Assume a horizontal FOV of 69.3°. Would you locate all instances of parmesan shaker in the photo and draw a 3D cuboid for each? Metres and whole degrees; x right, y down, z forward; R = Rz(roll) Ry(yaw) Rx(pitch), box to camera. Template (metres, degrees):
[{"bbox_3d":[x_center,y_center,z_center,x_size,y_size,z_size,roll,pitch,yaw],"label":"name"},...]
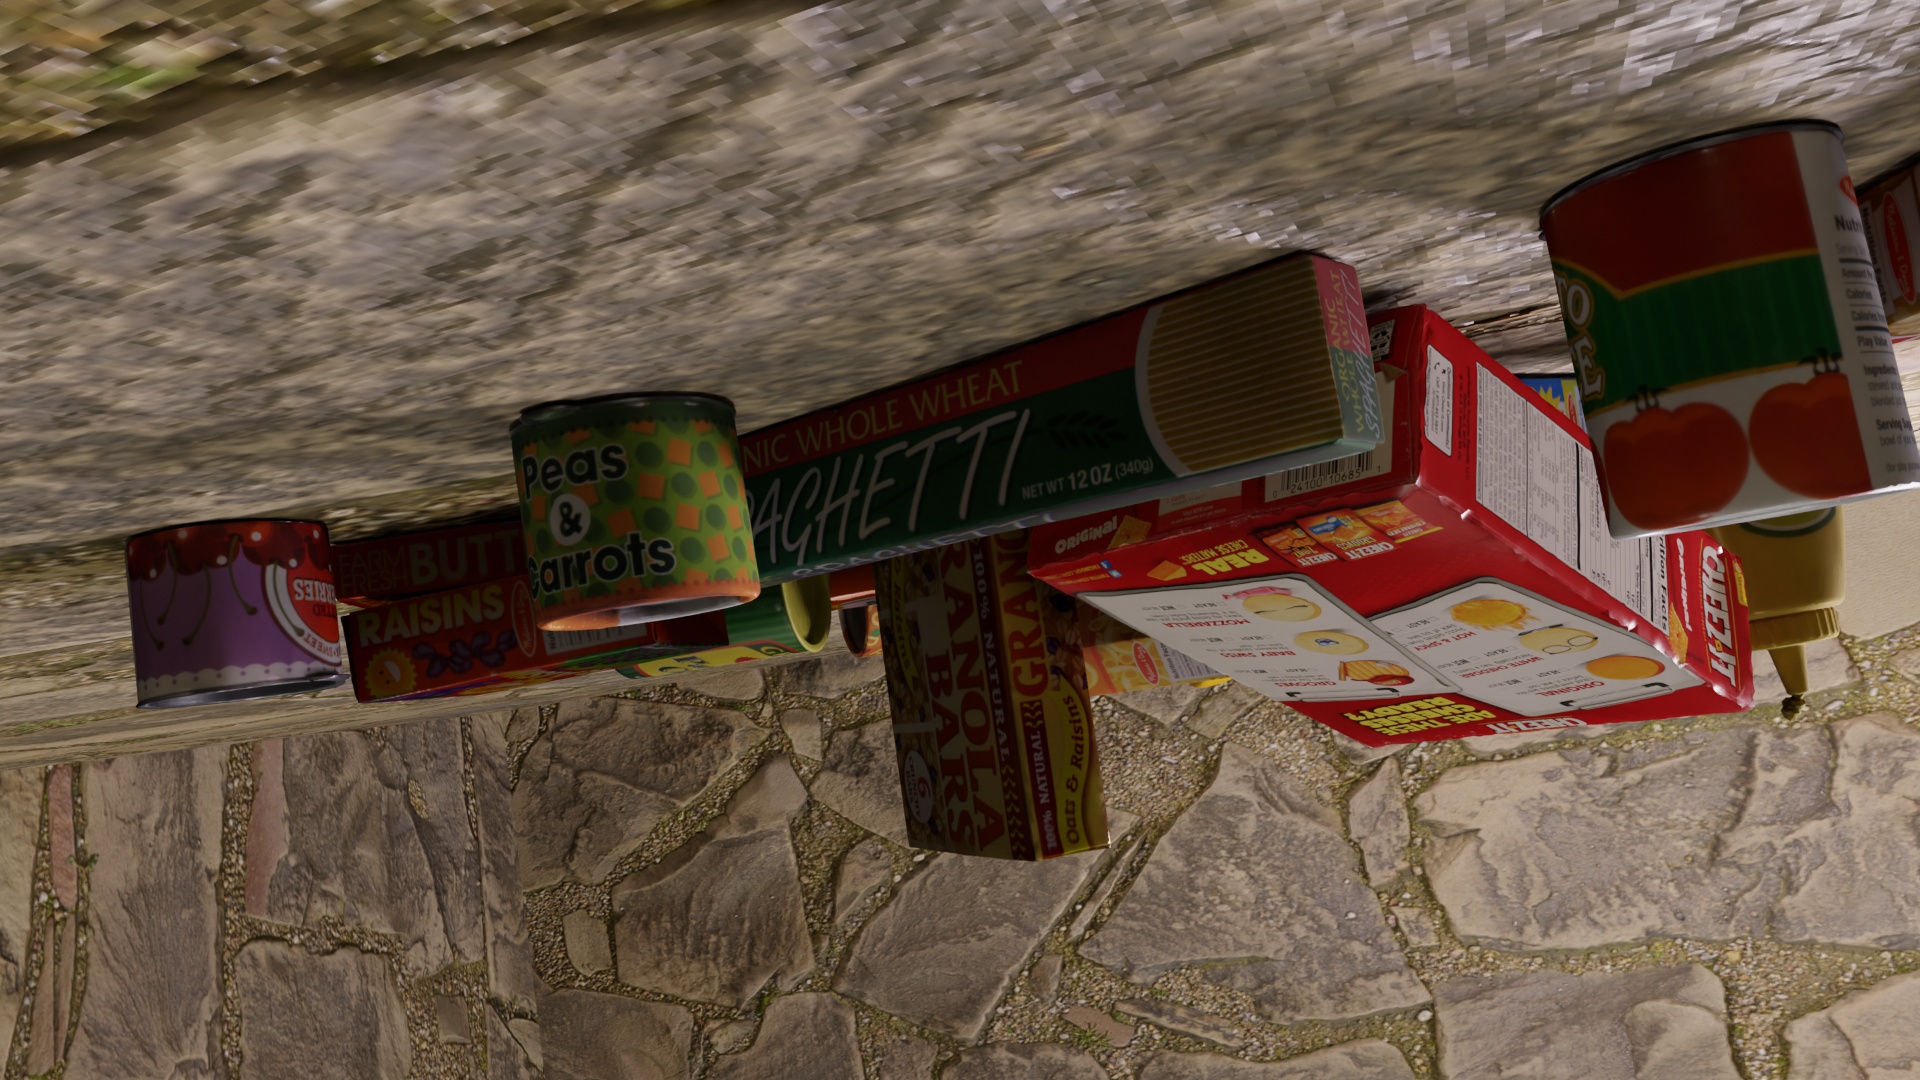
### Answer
[{"bbox_3d":[-0.125,0.031,0.710,0.103,0.071,0.071,-10,174,14],"label":"parmesan shaker"}]

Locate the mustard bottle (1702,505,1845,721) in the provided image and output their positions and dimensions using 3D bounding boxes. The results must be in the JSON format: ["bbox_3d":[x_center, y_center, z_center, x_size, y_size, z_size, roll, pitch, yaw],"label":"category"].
[{"bbox_3d":[0.326,-0.006,0.568,0.065,0.160,0.048,-10,172,-2],"label":"mustard bottle"}]

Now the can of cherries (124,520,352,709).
[{"bbox_3d":[-0.255,0.026,0.494,0.071,0.058,0.071,-9,173,-1],"label":"can of cherries"}]

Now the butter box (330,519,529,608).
[{"bbox_3d":[-0.200,0.009,0.575,0.103,0.024,0.053,-8,174,-6],"label":"butter box"}]

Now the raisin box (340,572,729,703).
[{"bbox_3d":[-0.167,0.035,0.560,0.123,0.040,0.086,-12,174,9],"label":"raisin box"}]

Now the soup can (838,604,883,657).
[{"bbox_3d":[-0.036,0.046,0.975,0.084,0.071,0.071,-6,173,-23],"label":"soup can"}]

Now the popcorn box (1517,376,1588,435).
[{"bbox_3d":[0.230,-0.043,0.657,0.085,0.038,0.126,-5,173,-34],"label":"popcorn box"}]

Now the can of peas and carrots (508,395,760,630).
[{"bbox_3d":[-0.096,-0.007,0.408,0.071,0.059,0.071,-9,174,-1],"label":"can of peas and carrots"}]

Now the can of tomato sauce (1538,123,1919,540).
[{"bbox_3d":[0.180,-0.046,0.332,0.071,0.083,0.071,-9,174,-1],"label":"can of tomato sauce"}]

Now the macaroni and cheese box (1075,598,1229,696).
[{"bbox_3d":[0.081,0.023,0.729,0.166,0.040,0.124,-11,-142,22],"label":"macaroni and cheese box"}]

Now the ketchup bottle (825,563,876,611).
[{"bbox_3d":[-0.077,0.019,0.769,0.149,0.043,0.065,-8,-179,-2],"label":"ketchup bottle"}]

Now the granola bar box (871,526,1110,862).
[{"bbox_3d":[0.006,0.050,0.596,0.039,0.165,0.124,-5,173,-26],"label":"granola bar box"}]

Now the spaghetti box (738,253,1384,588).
[{"bbox_3d":[0.002,-0.025,0.424,0.249,0.050,0.029,-13,171,36],"label":"spaghetti box"}]

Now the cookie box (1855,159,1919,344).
[{"bbox_3d":[0.300,-0.087,0.324,0.123,0.040,0.167,-9,174,0],"label":"cookie box"}]
